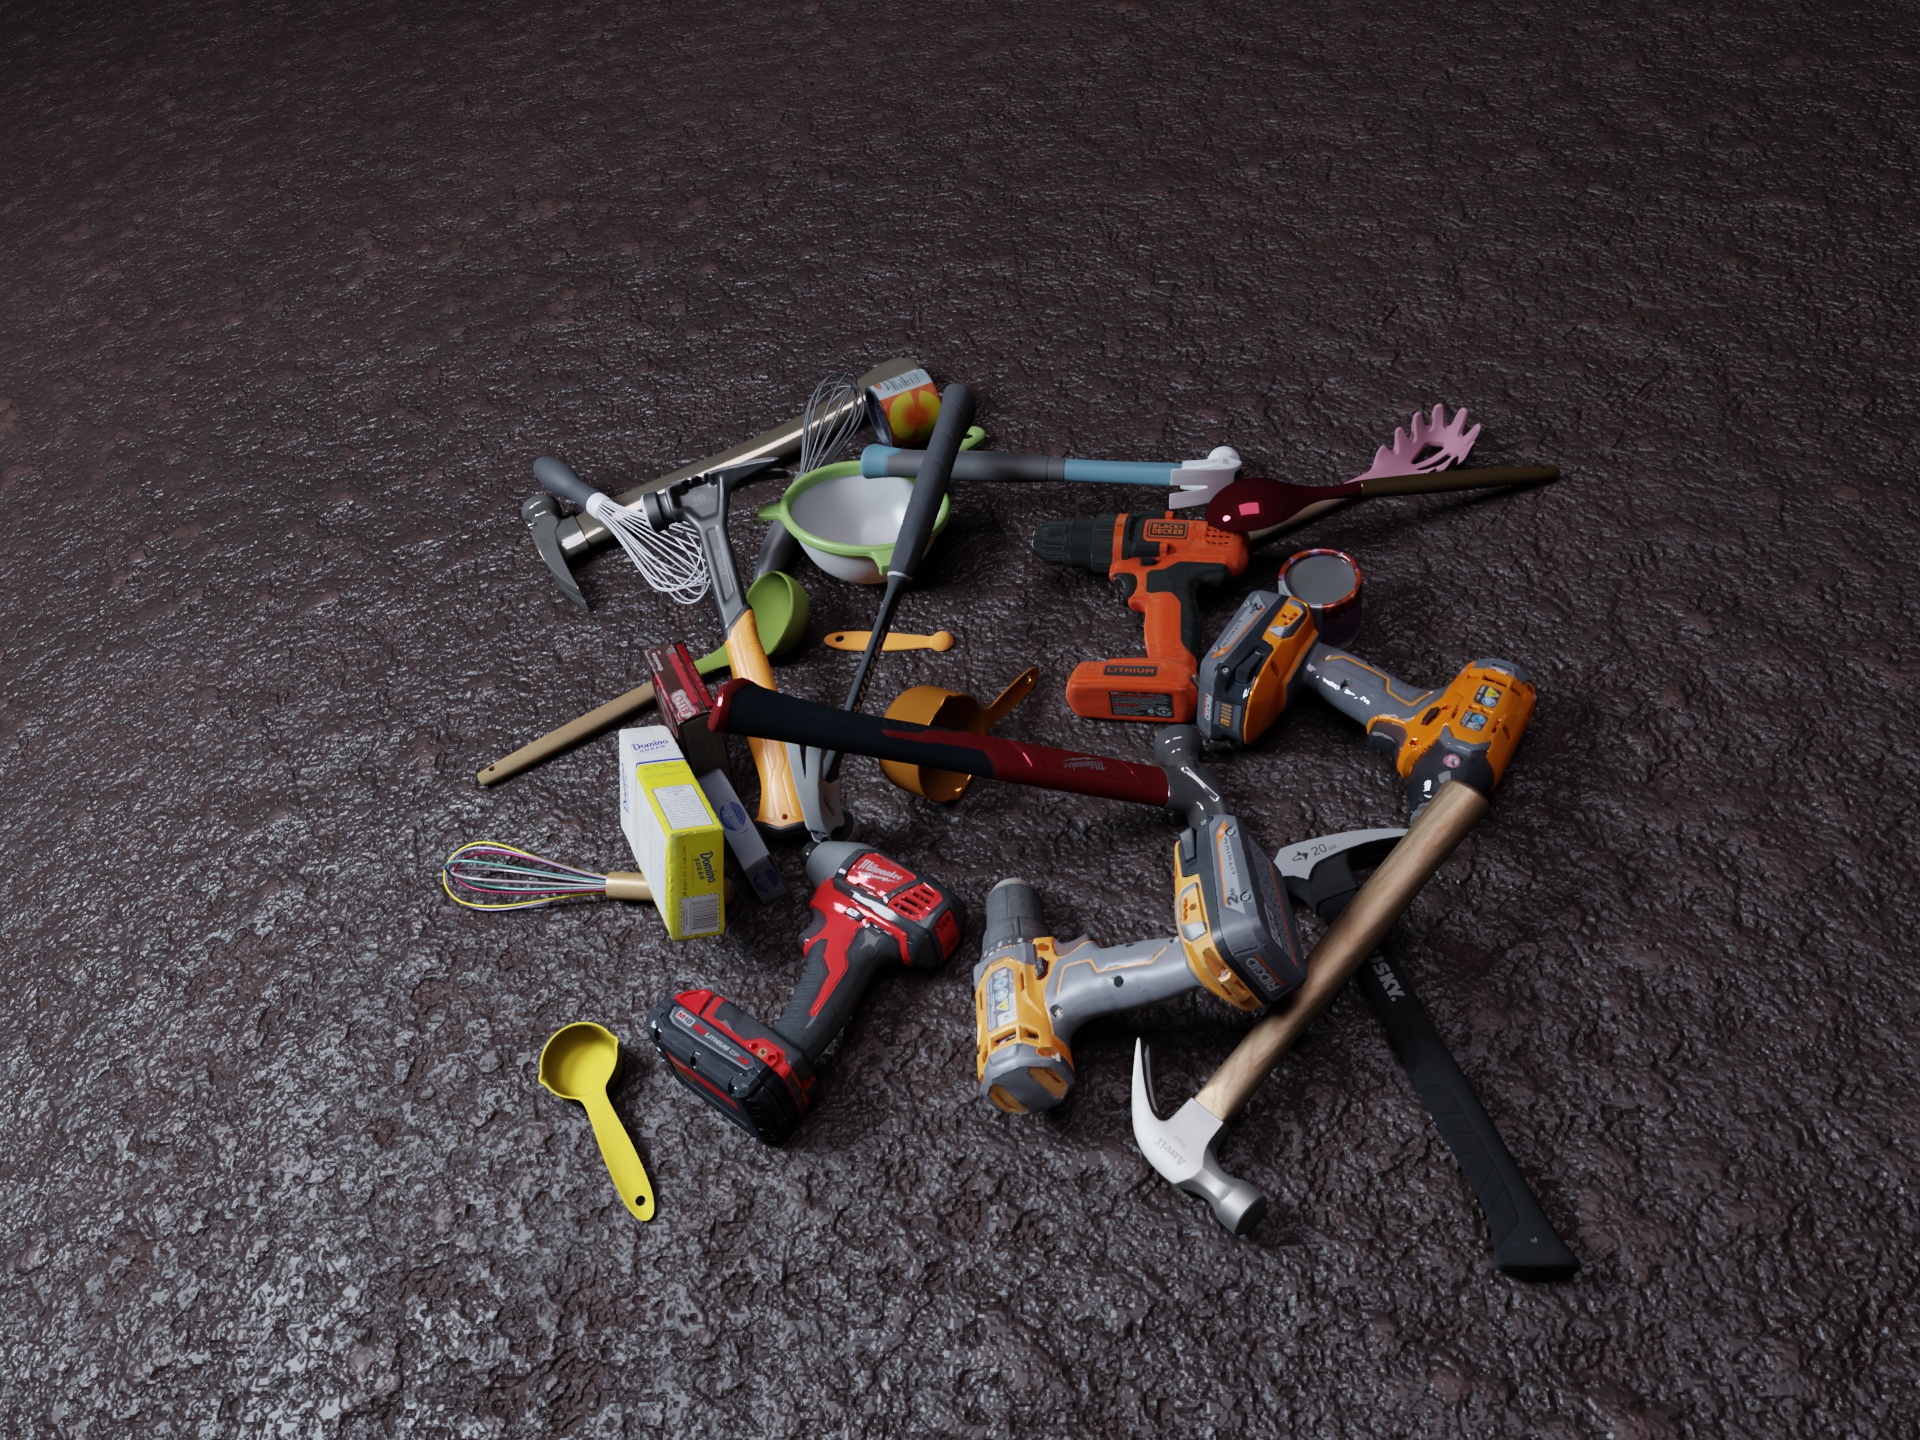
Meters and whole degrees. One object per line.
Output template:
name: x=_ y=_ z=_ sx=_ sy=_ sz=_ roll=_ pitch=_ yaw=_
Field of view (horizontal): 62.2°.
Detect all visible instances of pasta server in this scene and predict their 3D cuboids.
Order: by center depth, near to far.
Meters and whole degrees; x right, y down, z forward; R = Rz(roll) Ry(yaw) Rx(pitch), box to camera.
pasta server: x=0.300 y=-0.188 z=1.370 sx=0.316 sy=0.040 sz=0.060 roll=-24 pitch=56 yaw=-5

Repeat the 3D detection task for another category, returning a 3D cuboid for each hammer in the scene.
hammer: x=0.307 y=0.210 z=1.048 sx=0.146 sy=0.035 sz=0.335 roll=-20 pitch=50 yaw=-3
hammer: x=0.236 y=0.170 z=1.055 sx=0.130 sy=0.031 sz=0.331 roll=34 pitch=79 yaw=37
hammer: x=0.013 y=0.036 z=1.131 sx=0.386 sy=0.038 sz=0.143 roll=10 pitch=44 yaw=-19
hammer: x=-0.056 y=-0.103 z=1.271 sx=0.036 sy=0.149 sz=0.409 roll=11 pitch=64 yaw=14
hammer: x=-0.169 y=-0.060 z=1.310 sx=0.127 sy=0.034 sz=0.337 roll=-18 pitch=69 yaw=2
hammer: x=0.078 y=-0.220 z=1.392 sx=0.331 sy=0.033 sz=0.128 roll=4 pitch=20 yaw=8
hammer: x=-0.214 y=-0.243 z=1.537 sx=0.410 sy=0.038 sz=0.146 roll=-27 pitch=52 yaw=-10

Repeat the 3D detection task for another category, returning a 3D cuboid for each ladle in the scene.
ladle: x=0.356 y=-0.193 z=1.327 sx=0.315 sy=0.031 sz=0.069 roll=-7 pitch=39 yaw=-11
ladle: x=-0.273 y=-0.031 z=1.367 sx=0.320 sy=0.062 sz=0.078 roll=-28 pitch=48 yaw=-7

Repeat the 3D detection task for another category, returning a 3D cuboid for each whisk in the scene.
whisk: x=-0.297 y=0.125 z=1.255 sx=0.245 sy=0.051 sz=0.047 roll=2 pitch=47 yaw=11
whisk: x=-0.311 y=-0.183 z=1.458 sx=0.070 sy=0.070 sz=0.285 roll=-41 pitch=52 yaw=-20
whisk: x=-0.143 y=-0.225 z=1.480 sx=0.055 sy=0.055 sz=0.239 roll=11 pitch=68 yaw=21

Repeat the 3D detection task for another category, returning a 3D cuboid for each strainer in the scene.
strainer: x=-0.055 y=-0.193 z=1.452 sx=0.151 sy=0.069 sz=0.256 roll=24 pitch=43 yaw=25

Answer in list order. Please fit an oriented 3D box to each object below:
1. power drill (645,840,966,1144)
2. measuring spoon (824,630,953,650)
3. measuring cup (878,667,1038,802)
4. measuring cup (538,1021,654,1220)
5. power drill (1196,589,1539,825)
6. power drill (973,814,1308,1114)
power drill: x=-0.113 y=0.180 z=1.147 sx=0.143 sy=0.078 sz=0.220 roll=27 pitch=59 yaw=30
measuring spoon: x=-0.063 y=-0.071 z=1.377 sx=0.117 sy=0.011 sz=0.021 roll=2 pitch=52 yaw=15
measuring cup: x=-0.002 y=-0.004 z=1.276 sx=0.052 sy=0.095 sz=0.174 roll=15 pitch=38 yaw=32
measuring cup: x=-0.249 y=0.287 z=1.129 sx=0.062 sy=0.029 sz=0.157 roll=-27 pitch=62 yaw=-9
power drill: x=0.295 y=-0.003 z=1.185 sx=0.227 sy=0.084 sz=0.164 roll=21 pitch=50 yaw=24
power drill: x=0.107 y=0.148 z=1.081 sx=0.226 sy=0.084 sz=0.186 roll=-29 pitch=35 yaw=20
